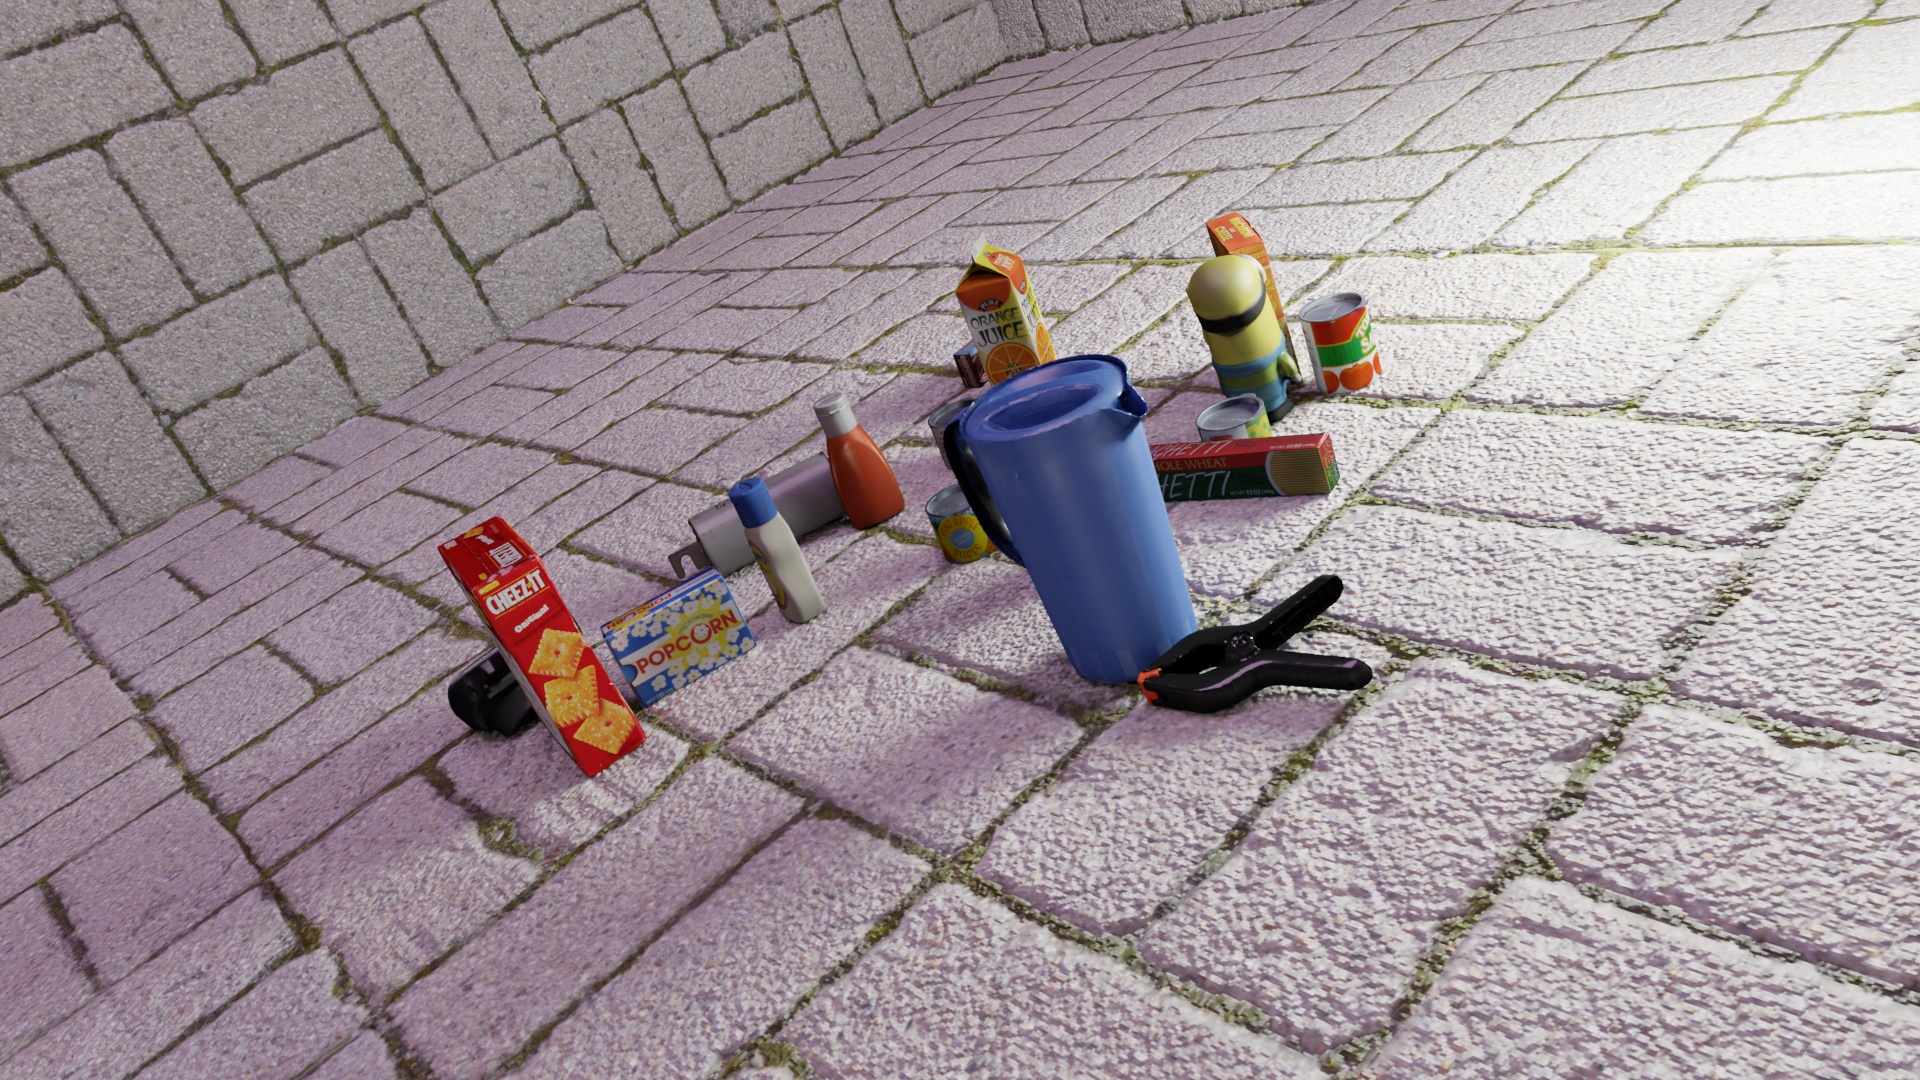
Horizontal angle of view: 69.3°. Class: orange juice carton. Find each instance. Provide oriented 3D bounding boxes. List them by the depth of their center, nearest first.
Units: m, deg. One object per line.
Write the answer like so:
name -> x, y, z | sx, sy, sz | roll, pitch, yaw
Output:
orange juice carton -> 0.052, -0.273, 1.676 | 0.073, 0.192, 0.072 | -12, 27, 22

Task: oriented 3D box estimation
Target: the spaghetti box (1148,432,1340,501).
spaghetti box -> 0.227, -0.065, 1.300 | 0.250, 0.050, 0.029 | -2, 32, 36

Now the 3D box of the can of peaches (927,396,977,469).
can of peaches -> 0.005, -0.122, 1.576 | 0.071, 0.058, 0.071 | -18, 26, 9

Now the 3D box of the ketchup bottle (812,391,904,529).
ketchup bottle -> -0.114, -0.088, 1.500 | 0.065, 0.148, 0.043 | -25, 25, -6

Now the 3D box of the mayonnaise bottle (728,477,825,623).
mayonnaise bottle -> -0.183, 0.009, 1.367 | 0.041, 0.147, 0.065 | -33, 27, -21

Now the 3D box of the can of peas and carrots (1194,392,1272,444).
can of peas and carrots -> 0.265, -0.098, 1.325 | 0.071, 0.058, 0.071 | -18, 26, 9

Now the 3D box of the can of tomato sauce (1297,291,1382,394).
can of tomato sauce -> 0.384, -0.199, 1.396 | 0.071, 0.082, 0.071 | -18, 26, 9

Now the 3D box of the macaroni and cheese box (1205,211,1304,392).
macaroni and cheese box -> 0.309, -0.250, 1.459 | 0.040, 0.165, 0.124 | -19, 26, 7

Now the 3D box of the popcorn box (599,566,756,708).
popcorn box -> -0.273, 0.093, 1.349 | 0.127, 0.085, 0.038 | -29, 26, -14

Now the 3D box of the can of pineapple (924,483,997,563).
can of pineapple -> 0.005, -0.017, 1.374 | 0.071, 0.057, 0.071 | -18, 26, 9

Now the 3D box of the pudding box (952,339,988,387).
pudding box -> 0.031, -0.238, 1.790 | 0.030, 0.049, 0.084 | 2, 35, 41
